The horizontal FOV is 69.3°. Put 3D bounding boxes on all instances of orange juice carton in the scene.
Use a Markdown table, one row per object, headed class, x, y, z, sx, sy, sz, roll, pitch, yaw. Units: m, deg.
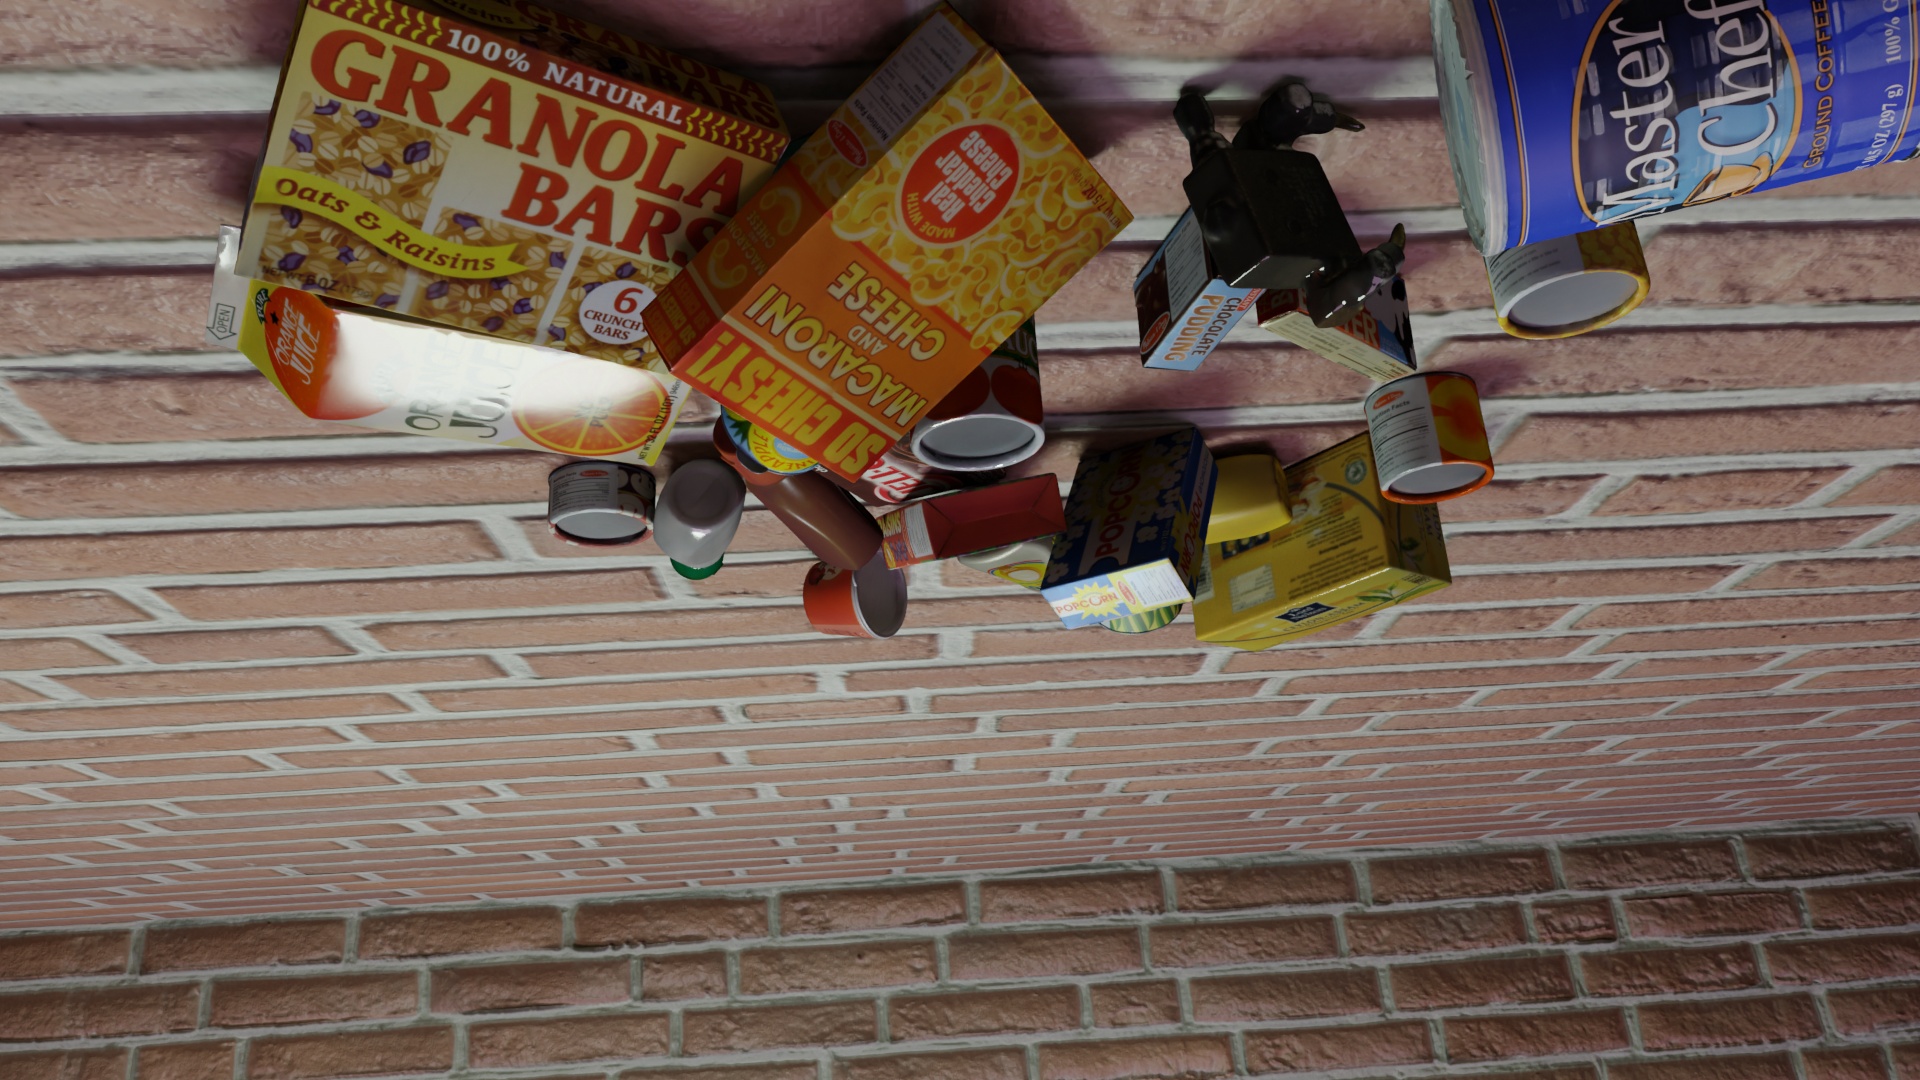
| class | x | y | z | sx | sy | sz | roll | pitch | yaw |
| --- | --- | --- | --- | --- | --- | --- | --- | --- | --- |
| orange juice carton | -0.220 | -0.093 | 0.609 | 0.193 | 0.073 | 0.071 | 7 | 142 | -28 |

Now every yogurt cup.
| class | x | y | z | sx | sy | sz | roll | pitch | yaw |
| --- | --- | --- | --- | --- | --- | --- | --- | --- | --- |
| yogurt cup | -0.078 | 0.040 | 1.016 | 0.054 | 0.072 | 0.072 | -7 | 160 | 30 |

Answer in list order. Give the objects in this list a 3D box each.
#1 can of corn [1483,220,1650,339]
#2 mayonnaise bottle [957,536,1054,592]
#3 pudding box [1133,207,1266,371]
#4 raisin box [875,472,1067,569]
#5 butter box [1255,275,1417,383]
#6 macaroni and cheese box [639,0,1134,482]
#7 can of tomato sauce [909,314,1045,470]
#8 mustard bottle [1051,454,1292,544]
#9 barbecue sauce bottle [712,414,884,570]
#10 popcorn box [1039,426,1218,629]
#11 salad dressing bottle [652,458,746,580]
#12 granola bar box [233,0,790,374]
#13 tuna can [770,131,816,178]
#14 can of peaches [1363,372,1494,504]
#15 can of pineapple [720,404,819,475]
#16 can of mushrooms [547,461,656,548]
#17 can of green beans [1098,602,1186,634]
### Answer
| class | x | y | z | sx | sy | sz | roll | pitch | yaw |
| --- | --- | --- | --- | --- | --- | --- | --- | --- | --- |
| can of corn | 0.278 | -0.133 | 0.640 | 0.071 | 0.058 | 0.071 | -3 | 159 | -1 |
| mayonnaise bottle | 0.061 | 0.014 | 1.003 | 0.064 | 0.041 | 0.148 | -16 | 155 | 33 |
| pudding box | 0.111 | -0.120 | 0.652 | 0.030 | 0.050 | 0.083 | 4 | 157 | -16 |
| raisin box | 0.003 | -0.011 | 0.864 | 0.086 | 0.040 | 0.123 | -13 | 180 | -17 |
| butter box | 0.182 | -0.116 | 0.674 | 0.103 | 0.053 | 0.024 | 15 | 155 | -39 |
| macaroni and cheese box | -0.026 | -0.111 | 0.557 | 0.166 | 0.040 | 0.123 | -42 | 145 | 11 |
| can of tomato sauce | 0.007 | -0.085 | 0.678 | 0.071 | 0.083 | 0.071 | -3 | 159 | -1 |
| mustard bottle | 0.135 | -0.019 | 0.921 | 0.160 | 0.049 | 0.065 | -11 | 163 | 18 |
| barbecue sauce bottle | -0.099 | -0.033 | 0.833 | 0.065 | 0.044 | 0.148 | 34 | 171 | 29 |
| popcorn box | 0.104 | -0.009 | 0.840 | 0.085 | 0.127 | 0.038 | -16 | 123 | 29 |
| salad dressing bottle | -0.167 | -0.008 | 0.887 | 0.044 | 0.064 | 0.147 | 38 | 161 | 0 |
| granola bar box | -0.166 | -0.136 | 0.518 | 0.166 | 0.039 | 0.123 | 11 | 131 | -34 |
| tuna can | -0.050 | -0.142 | 0.588 | 0.071 | 0.033 | 0.071 | -4 | 159 | -1 |
| can of peaches | 0.282 | -0.059 | 0.831 | 0.071 | 0.058 | 0.071 | -3 | 158 | -1 |
| can of pineapple | -0.081 | -0.073 | 0.712 | 0.071 | 0.071 | 0.057 | 10 | 154 | -32 |
| can of mushrooms | -0.224 | -0.021 | 0.872 | 0.071 | 0.033 | 0.070 | -4 | 158 | -2 |
| can of green beans | 0.122 | 0.023 | 0.978 | 0.071 | 0.071 | 0.057 | -6 | 126 | 6 |
